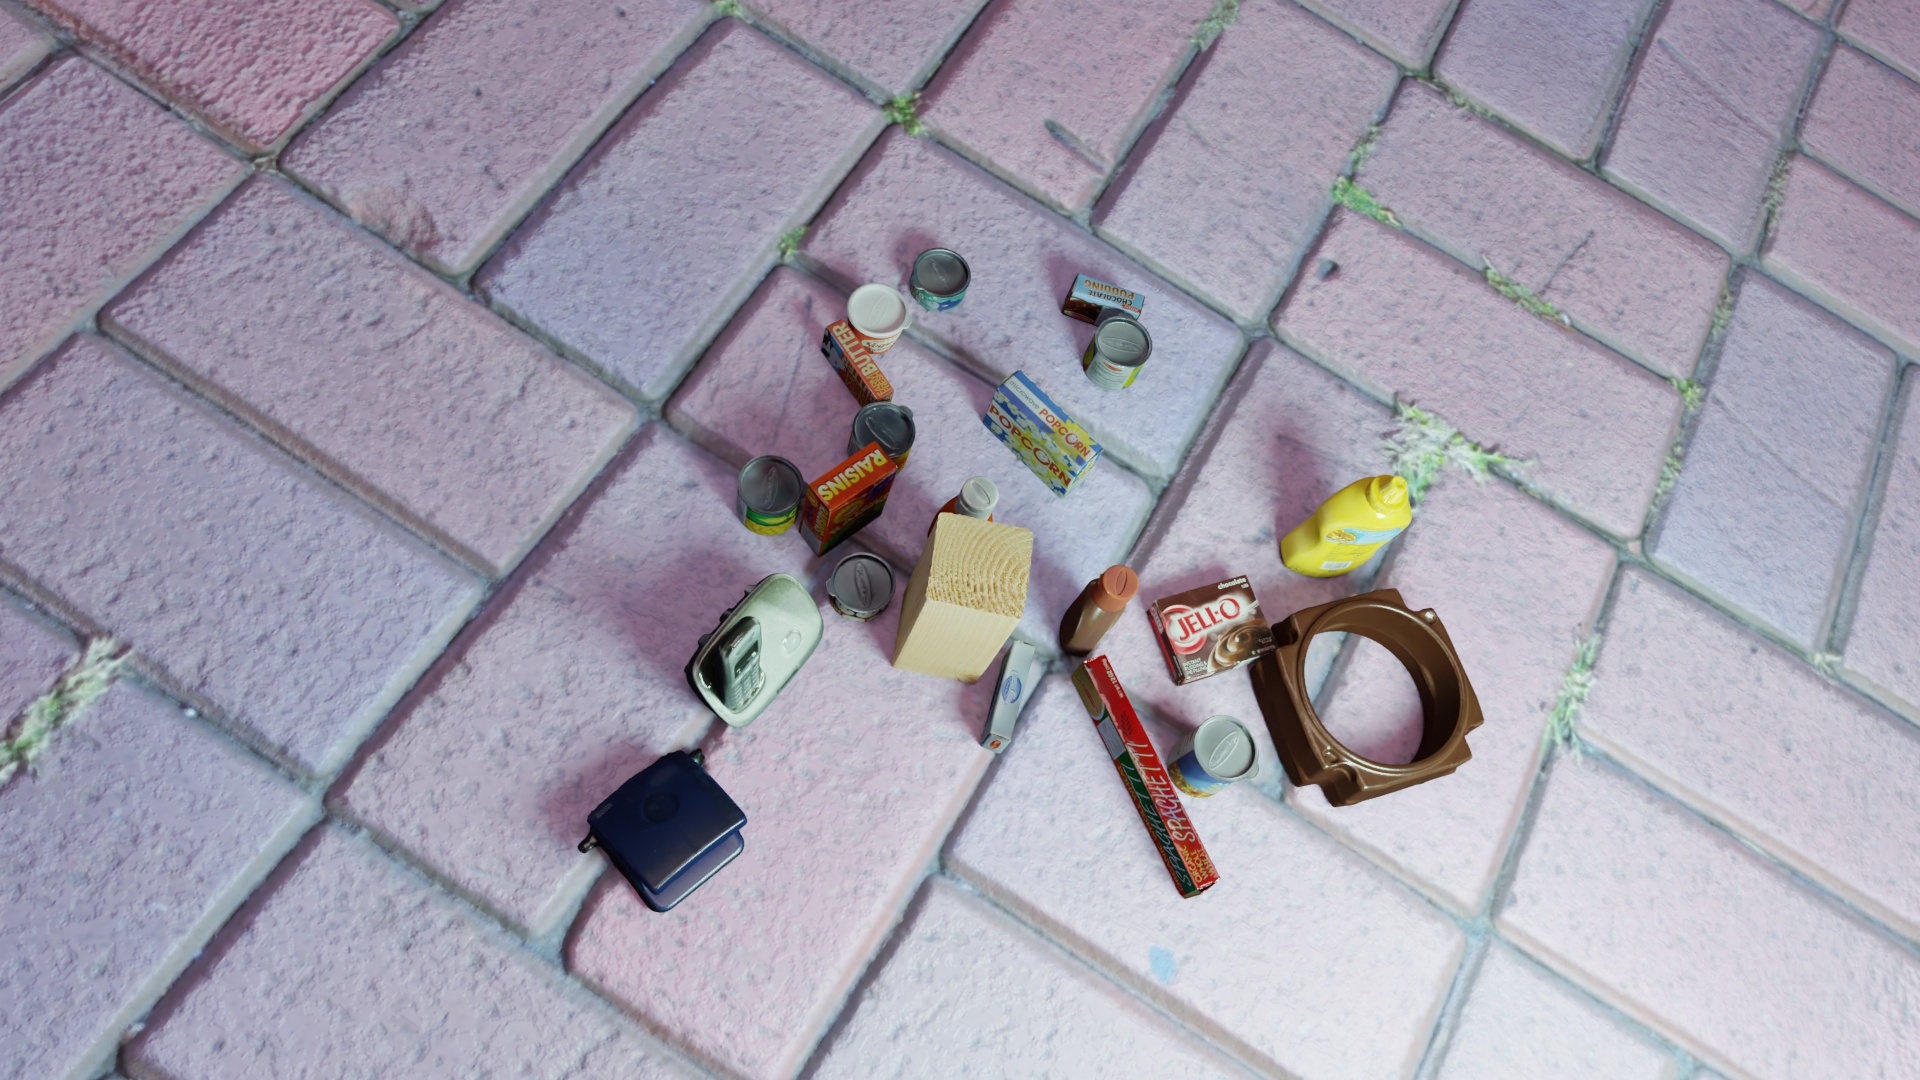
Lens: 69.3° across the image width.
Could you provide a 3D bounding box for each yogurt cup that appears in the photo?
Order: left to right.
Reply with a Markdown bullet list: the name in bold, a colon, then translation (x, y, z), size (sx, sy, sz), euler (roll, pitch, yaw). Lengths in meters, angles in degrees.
- **yogurt cup**: translation (-0.093, -0.240, 1.520), size (0.072, 0.053, 0.072), euler (4, 67, -10)

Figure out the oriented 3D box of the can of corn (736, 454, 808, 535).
- **can of corn**: translation (-0.192, -0.045, 1.415), size (0.071, 0.058, 0.071), euler (4, 67, -10)

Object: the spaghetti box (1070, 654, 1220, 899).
- **spaghetti box**: translation (0.182, 0.233, 1.378), size (0.029, 0.050, 0.250), euler (-21, 73, -19)

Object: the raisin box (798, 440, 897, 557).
- **raisin box**: translation (-0.114, -0.040, 1.393), size (0.086, 0.123, 0.040), euler (-35, 78, -22)

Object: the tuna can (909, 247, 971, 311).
- **tuna can**: translation (-0.026, -0.293, 1.568), size (0.071, 0.032, 0.071), euler (4, 67, -10)

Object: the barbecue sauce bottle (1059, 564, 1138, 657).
- **barbecue sauce bottle**: translation (0.138, 0.066, 1.386), size (0.044, 0.148, 0.065), euler (19, 65, -3)

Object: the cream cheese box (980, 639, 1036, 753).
- **cream cheese box**: translation (0.047, 0.155, 1.382), size (0.024, 0.053, 0.104), euler (19, 65, -4)

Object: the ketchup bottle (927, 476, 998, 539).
- **ketchup bottle**: translation (0.005, -0.017, 1.394), size (0.044, 0.148, 0.065), euler (-32, 77, -22)

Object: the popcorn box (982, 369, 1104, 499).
- **popcorn box**: translation (0.086, -0.113, 1.486), size (0.127, 0.085, 0.038), euler (44, 67, 8)

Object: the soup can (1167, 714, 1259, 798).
- **soup can**: translation (0.252, 0.218, 1.381), size (0.071, 0.083, 0.071), euler (4, 67, -10)

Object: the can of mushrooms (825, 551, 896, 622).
- **can of mushrooms**: translation (-0.103, 0.047, 1.408), size (0.071, 0.033, 0.071), euler (4, 67, -10)

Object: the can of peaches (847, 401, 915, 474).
- **can of peaches**: translation (-0.082, -0.105, 1.463), size (0.071, 0.057, 0.071), euler (4, 67, -10)

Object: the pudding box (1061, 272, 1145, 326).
- **pudding box**: translation (0.163, -0.270, 1.588), size (0.084, 0.049, 0.030), euler (18, 65, -4)

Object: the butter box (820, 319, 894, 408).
- **butter box**: translation (-0.111, -0.183, 1.493), size (0.024, 0.053, 0.103), euler (-30, 76, -21)

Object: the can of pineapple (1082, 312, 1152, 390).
- **can of pineapple**: translation (0.177, -0.211, 1.561), size (0.071, 0.057, 0.071), euler (4, 67, -10)
